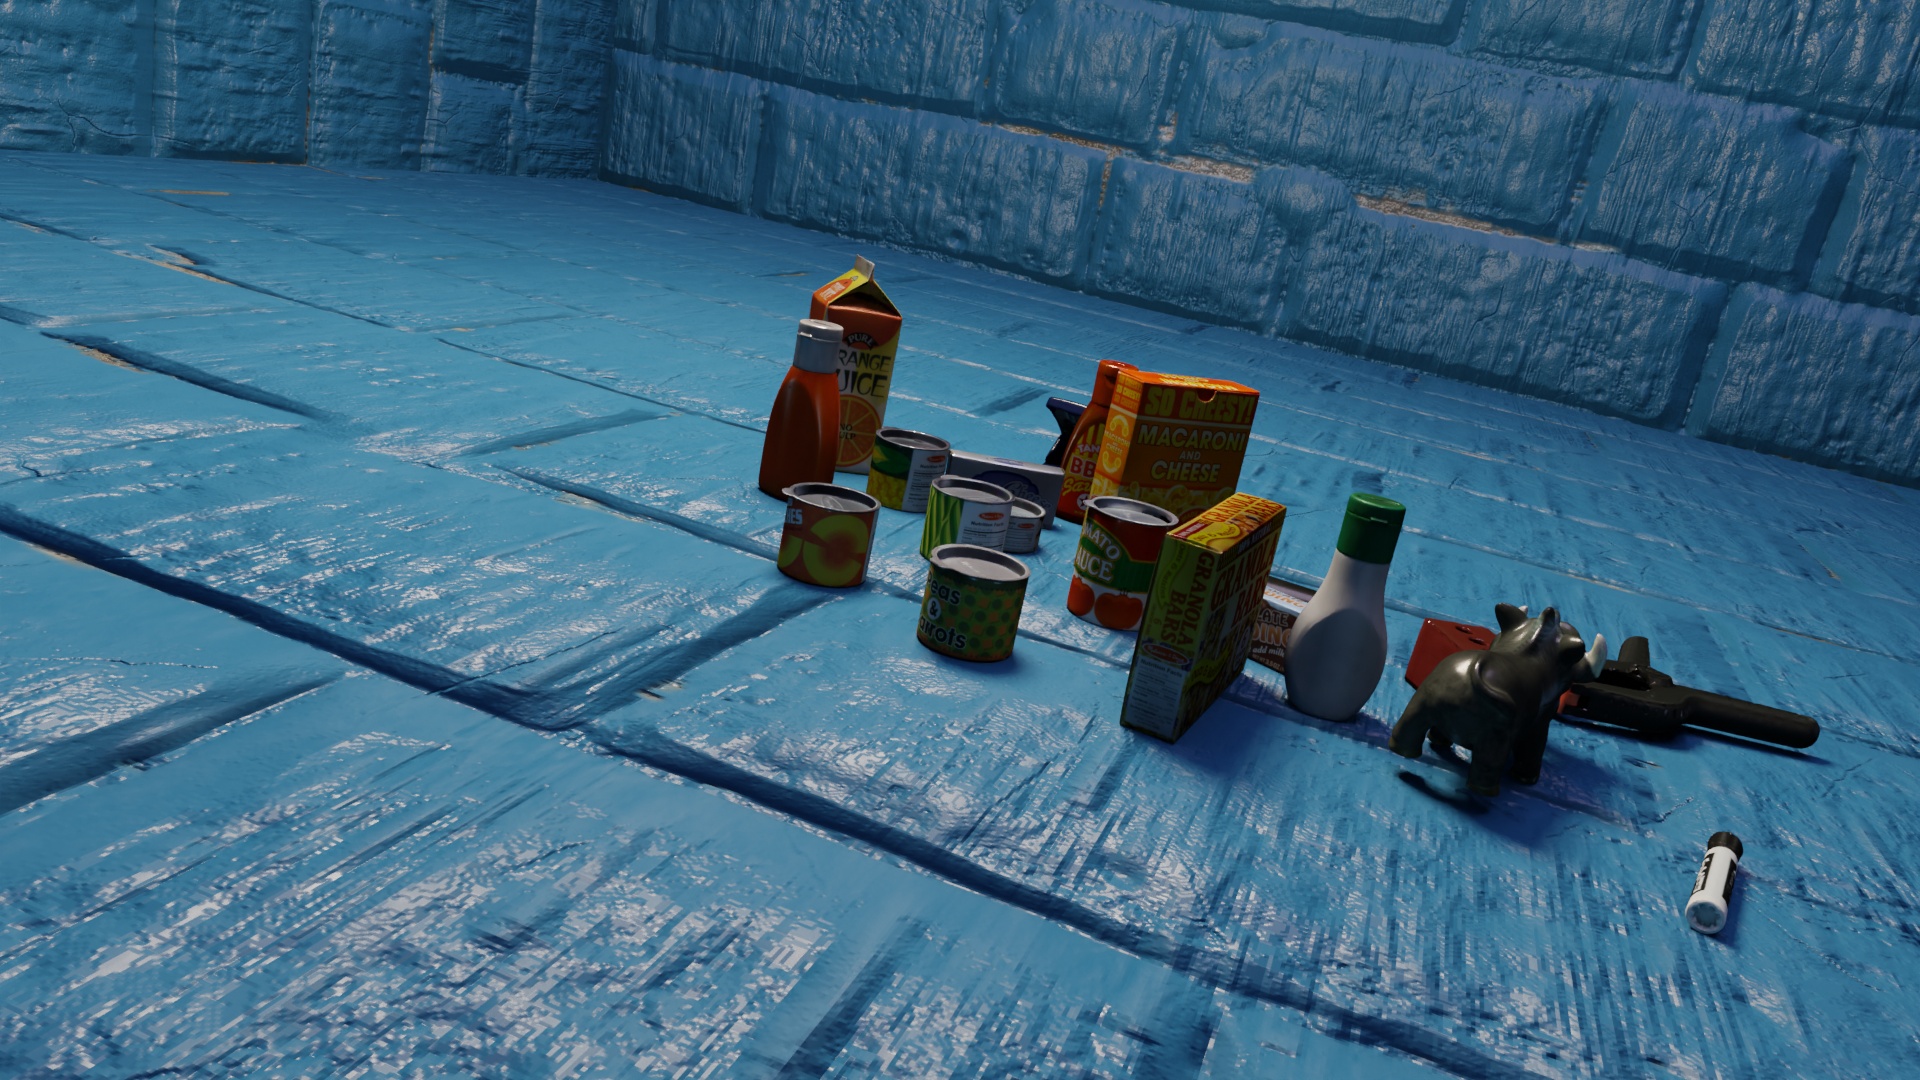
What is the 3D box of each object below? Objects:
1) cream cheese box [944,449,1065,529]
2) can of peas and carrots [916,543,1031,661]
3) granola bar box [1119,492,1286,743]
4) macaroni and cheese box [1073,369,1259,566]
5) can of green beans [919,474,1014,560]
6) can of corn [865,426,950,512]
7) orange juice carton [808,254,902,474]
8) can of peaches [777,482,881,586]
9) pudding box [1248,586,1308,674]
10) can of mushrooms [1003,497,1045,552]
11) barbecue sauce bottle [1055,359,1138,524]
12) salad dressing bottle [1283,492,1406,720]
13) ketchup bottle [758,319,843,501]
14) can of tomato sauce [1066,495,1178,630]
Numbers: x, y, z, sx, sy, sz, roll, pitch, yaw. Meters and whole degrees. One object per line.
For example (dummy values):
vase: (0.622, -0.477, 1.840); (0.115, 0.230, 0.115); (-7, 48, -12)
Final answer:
cream cheese box: (0.036, -0.045, 1.224); (0.104, 0.053, 0.024); (10, 16, -7)
can of peas and carrots: (0.006, 0.041, 0.909); (0.071, 0.058, 0.071); (11, 16, -3)
granola bar box: (0.157, 0.043, 0.887); (0.039, 0.123, 0.166); (18, 17, 22)
macaroni and cheese box: (0.169, -0.049, 1.130); (0.124, 0.166, 0.040); (1, 19, -32)
can of green beans: (0.005, -0.013, 1.088); (0.071, 0.057, 0.071); (11, 16, -3)
can of corn: (-0.048, -0.063, 1.217); (0.071, 0.058, 0.071); (11, 16, -3)
orange juice carton: (-0.104, -0.164, 1.280); (0.073, 0.192, 0.072); (6, 17, -18)
can of peaches: (-0.097, -0.005, 0.991); (0.071, 0.058, 0.071); (11, 16, -3)
pudding box: (0.219, 0.060, 1.006); (0.030, 0.049, 0.084); (-5, 23, -46)
can of mushrooms: (0.035, -0.016, 1.162); (0.071, 0.033, 0.071); (11, 16, -3)
barbecue sauce bottle: (0.128, -0.088, 1.263); (0.065, 0.148, 0.044); (15, 16, 12)
salad dressing bottle: (0.256, 0.043, 0.913); (0.064, 0.147, 0.044); (13, 16, 4)
ketchup bottle: (-0.127, -0.107, 1.151); (0.065, 0.148, 0.044); (21, 18, 29)
can of tomato sauce: (0.117, 0.016, 1.022); (0.071, 0.082, 0.071); (11, 16, -3)
